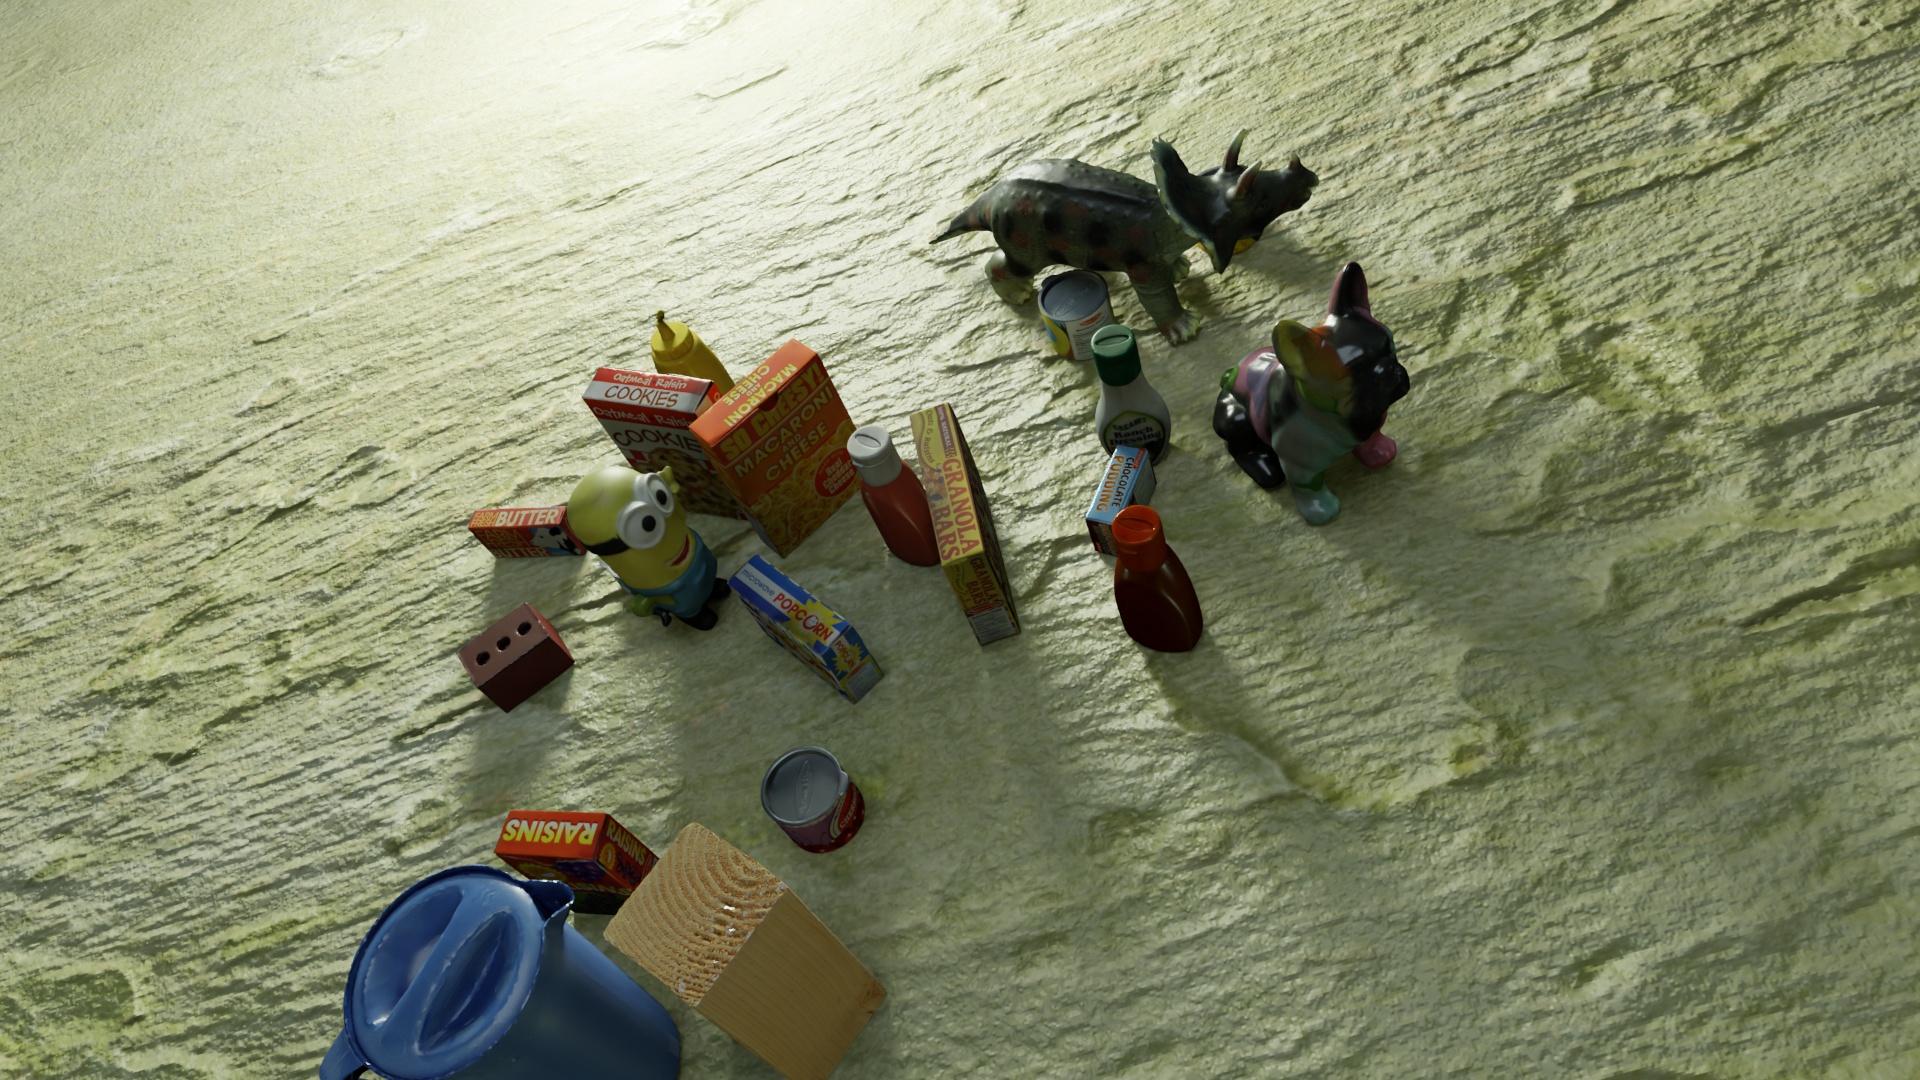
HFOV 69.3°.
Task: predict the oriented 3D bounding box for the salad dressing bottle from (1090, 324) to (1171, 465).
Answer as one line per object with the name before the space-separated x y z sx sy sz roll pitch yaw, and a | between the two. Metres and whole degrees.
salad dressing bottle | 0.140 -0.120 1.175 0.064 0.147 0.044 -9 53 12

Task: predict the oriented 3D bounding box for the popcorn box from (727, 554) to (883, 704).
popcorn box | -0.130 0.073 1.161 0.127 0.085 0.038 33 71 34

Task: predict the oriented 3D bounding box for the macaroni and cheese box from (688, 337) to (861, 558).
macaroni and cheese box | -0.151 -0.079 1.228 0.124 0.165 0.040 -44 54 -15

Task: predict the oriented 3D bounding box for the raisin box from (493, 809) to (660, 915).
raisin box | -0.283 0.248 1.059 0.086 0.123 0.040 -1 55 18

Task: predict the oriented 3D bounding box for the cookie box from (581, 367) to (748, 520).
cookie box | -0.250 -0.086 1.264 0.123 0.166 0.040 9 59 24

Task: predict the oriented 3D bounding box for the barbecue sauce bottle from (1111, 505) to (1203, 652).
barbecue sauce bottle | 0.146 0.030 1.062 0.065 0.148 0.044 14 61 26

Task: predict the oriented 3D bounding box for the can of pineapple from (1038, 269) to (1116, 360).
can of pineapple | 0.111 -0.214 1.310 0.071 0.057 0.071 -9 53 12

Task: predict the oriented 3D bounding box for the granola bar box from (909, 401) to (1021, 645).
granola bar box | 0.004 -0.015 1.157 0.039 0.123 0.166 -18 52 6

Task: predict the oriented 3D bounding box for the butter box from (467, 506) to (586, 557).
butter box | -0.414 -0.008 1.333 0.103 0.053 0.024 -2 55 17

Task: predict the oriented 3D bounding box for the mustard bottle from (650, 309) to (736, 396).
mustard bottle | -0.259 -0.162 1.327 0.065 0.159 0.049 13 61 26

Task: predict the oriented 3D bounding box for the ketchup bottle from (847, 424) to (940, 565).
ketchup bottle | -0.056 -0.038 1.178 0.065 0.148 0.044 24 66 31

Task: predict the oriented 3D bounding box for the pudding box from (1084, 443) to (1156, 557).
pudding box | 0.136 -0.034 1.175 0.030 0.049 0.084 12 60 25

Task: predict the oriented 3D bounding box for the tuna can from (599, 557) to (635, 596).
tuna can | -0.295 0.018 1.289 0.071 0.032 0.071 -9 53 12

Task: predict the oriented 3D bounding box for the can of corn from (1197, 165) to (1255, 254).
can of corn | 0.255 -0.316 1.337 0.071 0.058 0.071 -9 53 12

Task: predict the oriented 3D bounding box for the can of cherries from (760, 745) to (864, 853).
can of cherries | -0.111 0.202 1.078 0.071 0.058 0.072 -9 53 12
